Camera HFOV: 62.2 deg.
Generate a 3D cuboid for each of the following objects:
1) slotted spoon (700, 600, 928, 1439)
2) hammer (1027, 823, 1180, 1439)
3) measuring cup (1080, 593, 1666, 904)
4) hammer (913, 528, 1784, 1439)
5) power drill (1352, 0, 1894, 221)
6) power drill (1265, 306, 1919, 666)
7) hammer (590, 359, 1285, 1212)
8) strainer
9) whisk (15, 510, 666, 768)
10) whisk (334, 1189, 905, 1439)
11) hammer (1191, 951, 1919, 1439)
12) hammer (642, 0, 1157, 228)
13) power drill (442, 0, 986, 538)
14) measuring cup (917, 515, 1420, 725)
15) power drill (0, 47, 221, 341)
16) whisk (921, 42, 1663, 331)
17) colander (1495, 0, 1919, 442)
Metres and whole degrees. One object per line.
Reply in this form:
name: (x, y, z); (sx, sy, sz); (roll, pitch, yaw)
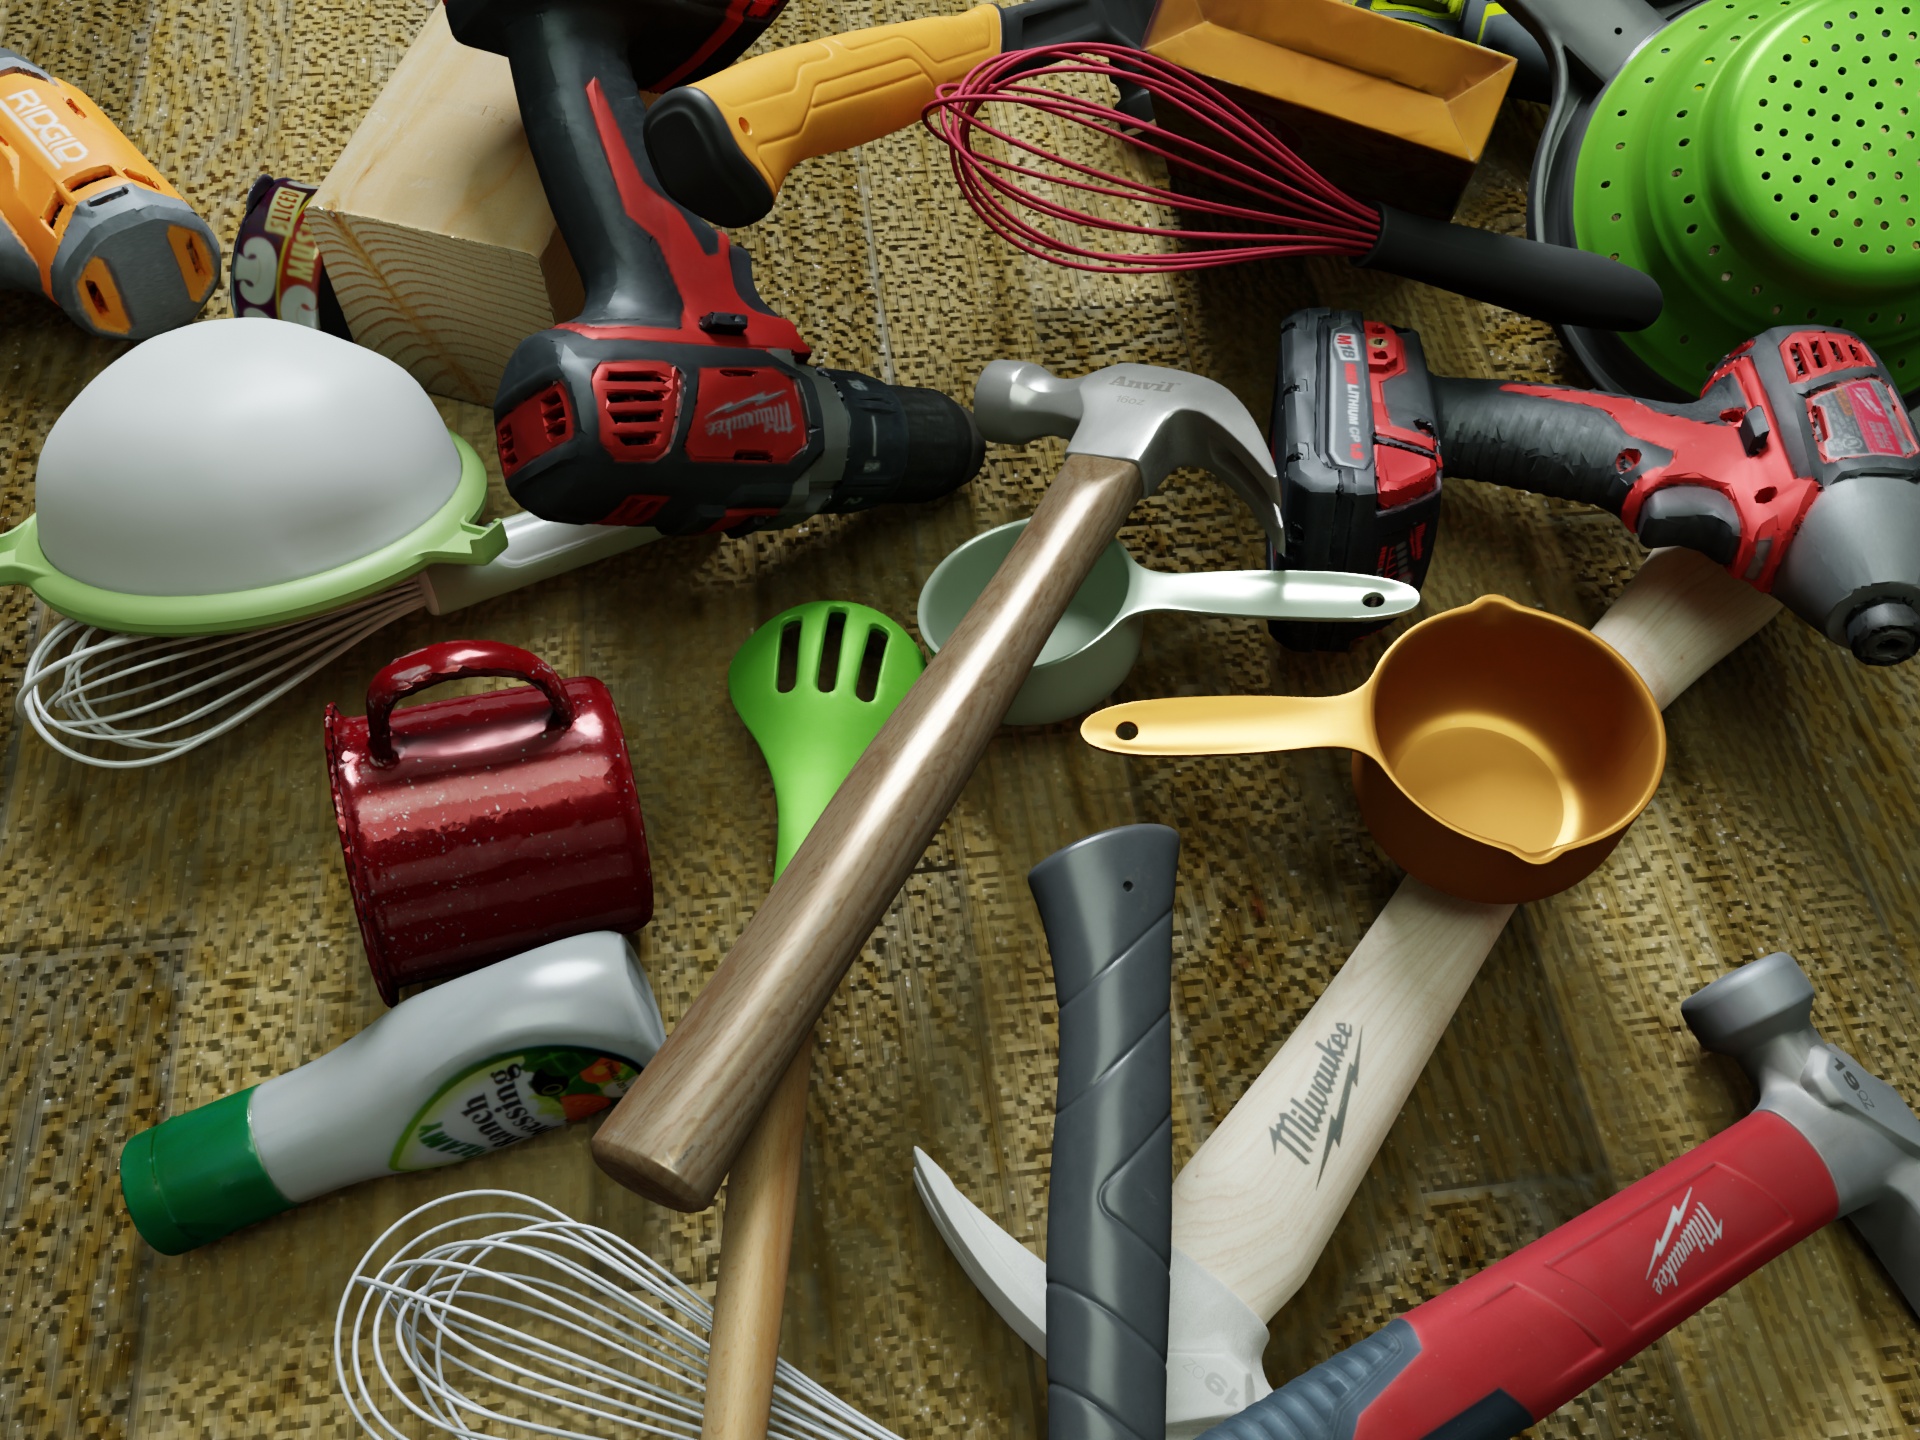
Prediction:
slotted spoon: (-0.049, 0.072, 0.468); (0.070, 0.031, 0.314); (5, 49, -2)
hammer: (0.039, 0.216, 0.378); (0.149, 0.036, 0.409); (9, 64, -11)
measuring cup: (0.125, 0.014, 0.500); (0.173, 0.052, 0.095); (-1, 58, 5)
hammer: (0.160, 0.049, 0.528); (0.146, 0.038, 0.411); (36, 63, 17)
power drill: (0.292, -0.313, 0.725); (0.223, 0.080, 0.171); (17, 56, 9)
power drill: (0.221, -0.079, 0.555); (0.219, 0.078, 0.143); (2, 49, 6)
hammer: (-0.001, -0.002, 0.481); (0.130, 0.031, 0.331); (12, 52, 29)
strainer: (-0.286, -0.080, 0.508); (0.256, 0.069, 0.152); (-17, 39, -23)
whisk: (-0.194, -0.046, 0.551); (0.246, 0.059, 0.058); (-23, 78, -22)
whisk: (-0.029, 0.198, 0.419); (0.284, 0.070, 0.070); (20, 60, 2)
hammer: (0.129, 0.175, 0.387); (0.386, 0.038, 0.143); (-14, 65, -31)
hammer: (-0.005, -0.250, 0.580); (0.034, 0.127, 0.337); (-10, 23, 36)
power drill: (-0.082, -0.175, 0.553); (0.187, 0.080, 0.227); (-7, 84, -43)
measuring cup: (0.069, -0.031, 0.539); (0.167, 0.038, 0.083); (2, 49, 18)
power drill: (-0.421, -0.176, 0.591); (0.226, 0.084, 0.164); (-35, 68, -26)
whisk: (0.126, -0.175, 0.558); (0.295, 0.073, 0.073); (8, 58, -19)
colander: (0.273, -0.265, 0.612); (0.204, 0.094, 0.397); (-45, 85, 4)
